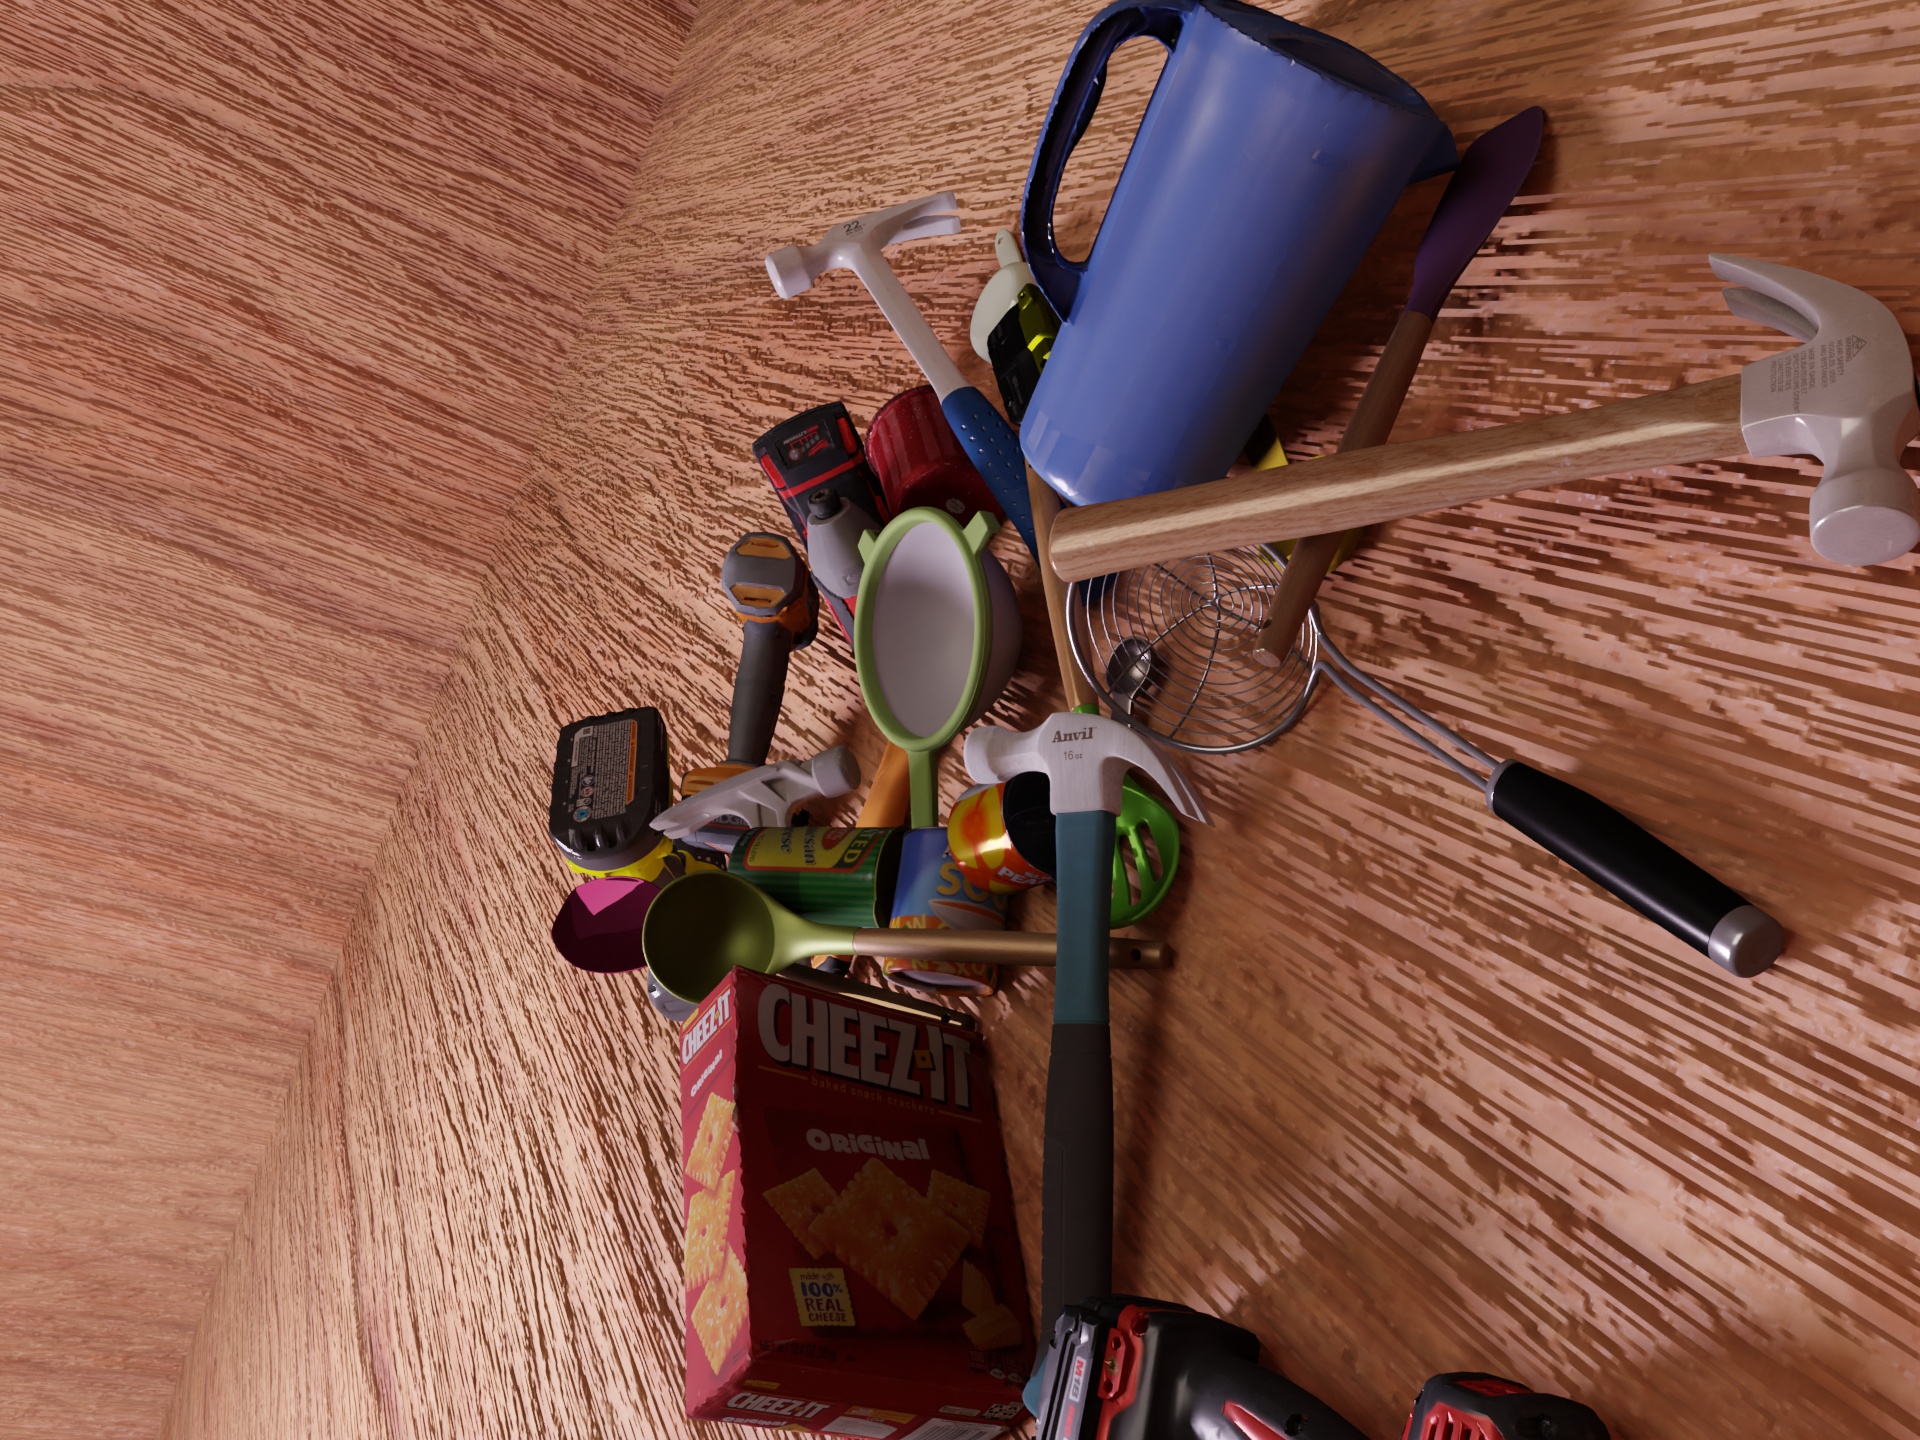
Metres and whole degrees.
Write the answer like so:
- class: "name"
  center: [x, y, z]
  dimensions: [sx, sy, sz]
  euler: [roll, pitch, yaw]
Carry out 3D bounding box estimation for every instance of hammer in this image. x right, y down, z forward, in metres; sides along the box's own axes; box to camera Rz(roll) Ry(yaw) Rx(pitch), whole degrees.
- class: "hammer"
  center: [0.055, 0.157, 0.748]
  dimensions: [0.128, 0.033, 0.331]
  euler: [-7, 72, 32]
- class: "hammer"
  center: [-0.108, 0.192, 0.984]
  dimensions: [0.149, 0.036, 0.359]
  euler: [-21, 59, 16]
- class: "hammer"
  center: [0.000, -0.221, 1.047]
  dimensions: [0.144, 0.035, 0.406]
  euler: [-25, 52, -5]
- class: "hammer"
  center: [0.179, -0.097, 0.615]
  dimensions: [0.331, 0.031, 0.130]
  euler: [-7, 54, 36]
- class: "hammer"
  center: [-0.083, 0.144, 1.066]
  dimensions: [0.127, 0.034, 0.337]
  euler: [19, 89, 62]

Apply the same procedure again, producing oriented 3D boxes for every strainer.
- class: "strainer"
  center: [-0.002, -0.003, 0.991]
  dimensions: [0.151, 0.069, 0.256]
  euler: [1, 93, 57]

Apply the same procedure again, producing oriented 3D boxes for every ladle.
- class: "ladle"
  center: [-0.039, 0.120, 0.848]
  dimensions: [0.320, 0.062, 0.078]
  euler: [-3, 87, 34]

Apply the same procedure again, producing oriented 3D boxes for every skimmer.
- class: "skimmer"
  center: [0.159, 0.009, 0.646]
  dimensions: [0.364, 0.090, 0.127]
  euler: [-133, 33, -58]

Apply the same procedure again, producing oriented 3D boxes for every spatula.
- class: "spatula"
  center: [0.192, -0.155, 0.693]
  dimensions: [0.060, 0.018, 0.316]
  euler: [-13, 45, 60]

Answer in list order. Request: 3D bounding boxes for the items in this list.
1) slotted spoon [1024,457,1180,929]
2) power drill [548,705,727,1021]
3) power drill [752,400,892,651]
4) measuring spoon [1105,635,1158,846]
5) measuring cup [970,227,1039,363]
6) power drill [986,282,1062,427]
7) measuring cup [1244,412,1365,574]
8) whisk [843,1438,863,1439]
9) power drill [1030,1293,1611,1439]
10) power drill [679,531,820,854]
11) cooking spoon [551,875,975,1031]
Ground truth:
- class: "slotted spoon"
  center: [0.066, -0.027, 0.865]
  dimensions: [0.070, 0.031, 0.314]
  euler: [-24, 56, 23]
- class: "power drill"
  center: [-0.231, 0.095, 1.217]
  dimensions: [0.228, 0.080, 0.191]
  euler: [73, -172, -48]
- class: "power drill"
  center: [-0.084, -0.138, 1.145]
  dimensions: [0.078, 0.143, 0.220]
  euler: [-26, 35, 2]
- class: "measuring spoon"
  center: [0.090, 0.016, 0.858]
  dimensions: [0.034, 0.018, 0.124]
  euler: [-4, 76, 52]
- class: "measuring cup"
  center: [0.030, -0.321, 1.163]
  dimensions: [0.083, 0.038, 0.168]
  euler: [-50, 35, 34]
- class: "power drill"
  center: [0.116, -0.262, 0.927]
  dimensions: [0.223, 0.080, 0.171]
  euler: [-49, 33, 30]
- class: "measuring cup"
  center: [0.168, -0.120, 0.798]
  dimensions: [0.062, 0.029, 0.157]
  euler: [-56, 18, 26]
- class: "whisk"
  center: [-0.042, 0.362, 0.794]
  dimensions: [0.073, 0.073, 0.296]
  euler: [-53, 42, 30]
- class: "power drill"
  center: [0.114, 0.306, 0.548]
  dimensions: [0.227, 0.080, 0.188]
  euler: [-9, 65, 57]
- class: "power drill"
  center: [-0.147, -0.011, 1.195]
  dimensions: [0.185, 0.084, 0.226]
  euler: [79, -163, -80]
- class: "cooking spoon"
  center: [-0.130, 0.151, 0.982]
  dimensions: [0.319, 0.017, 0.069]
  euler: [10, 63, 30]
